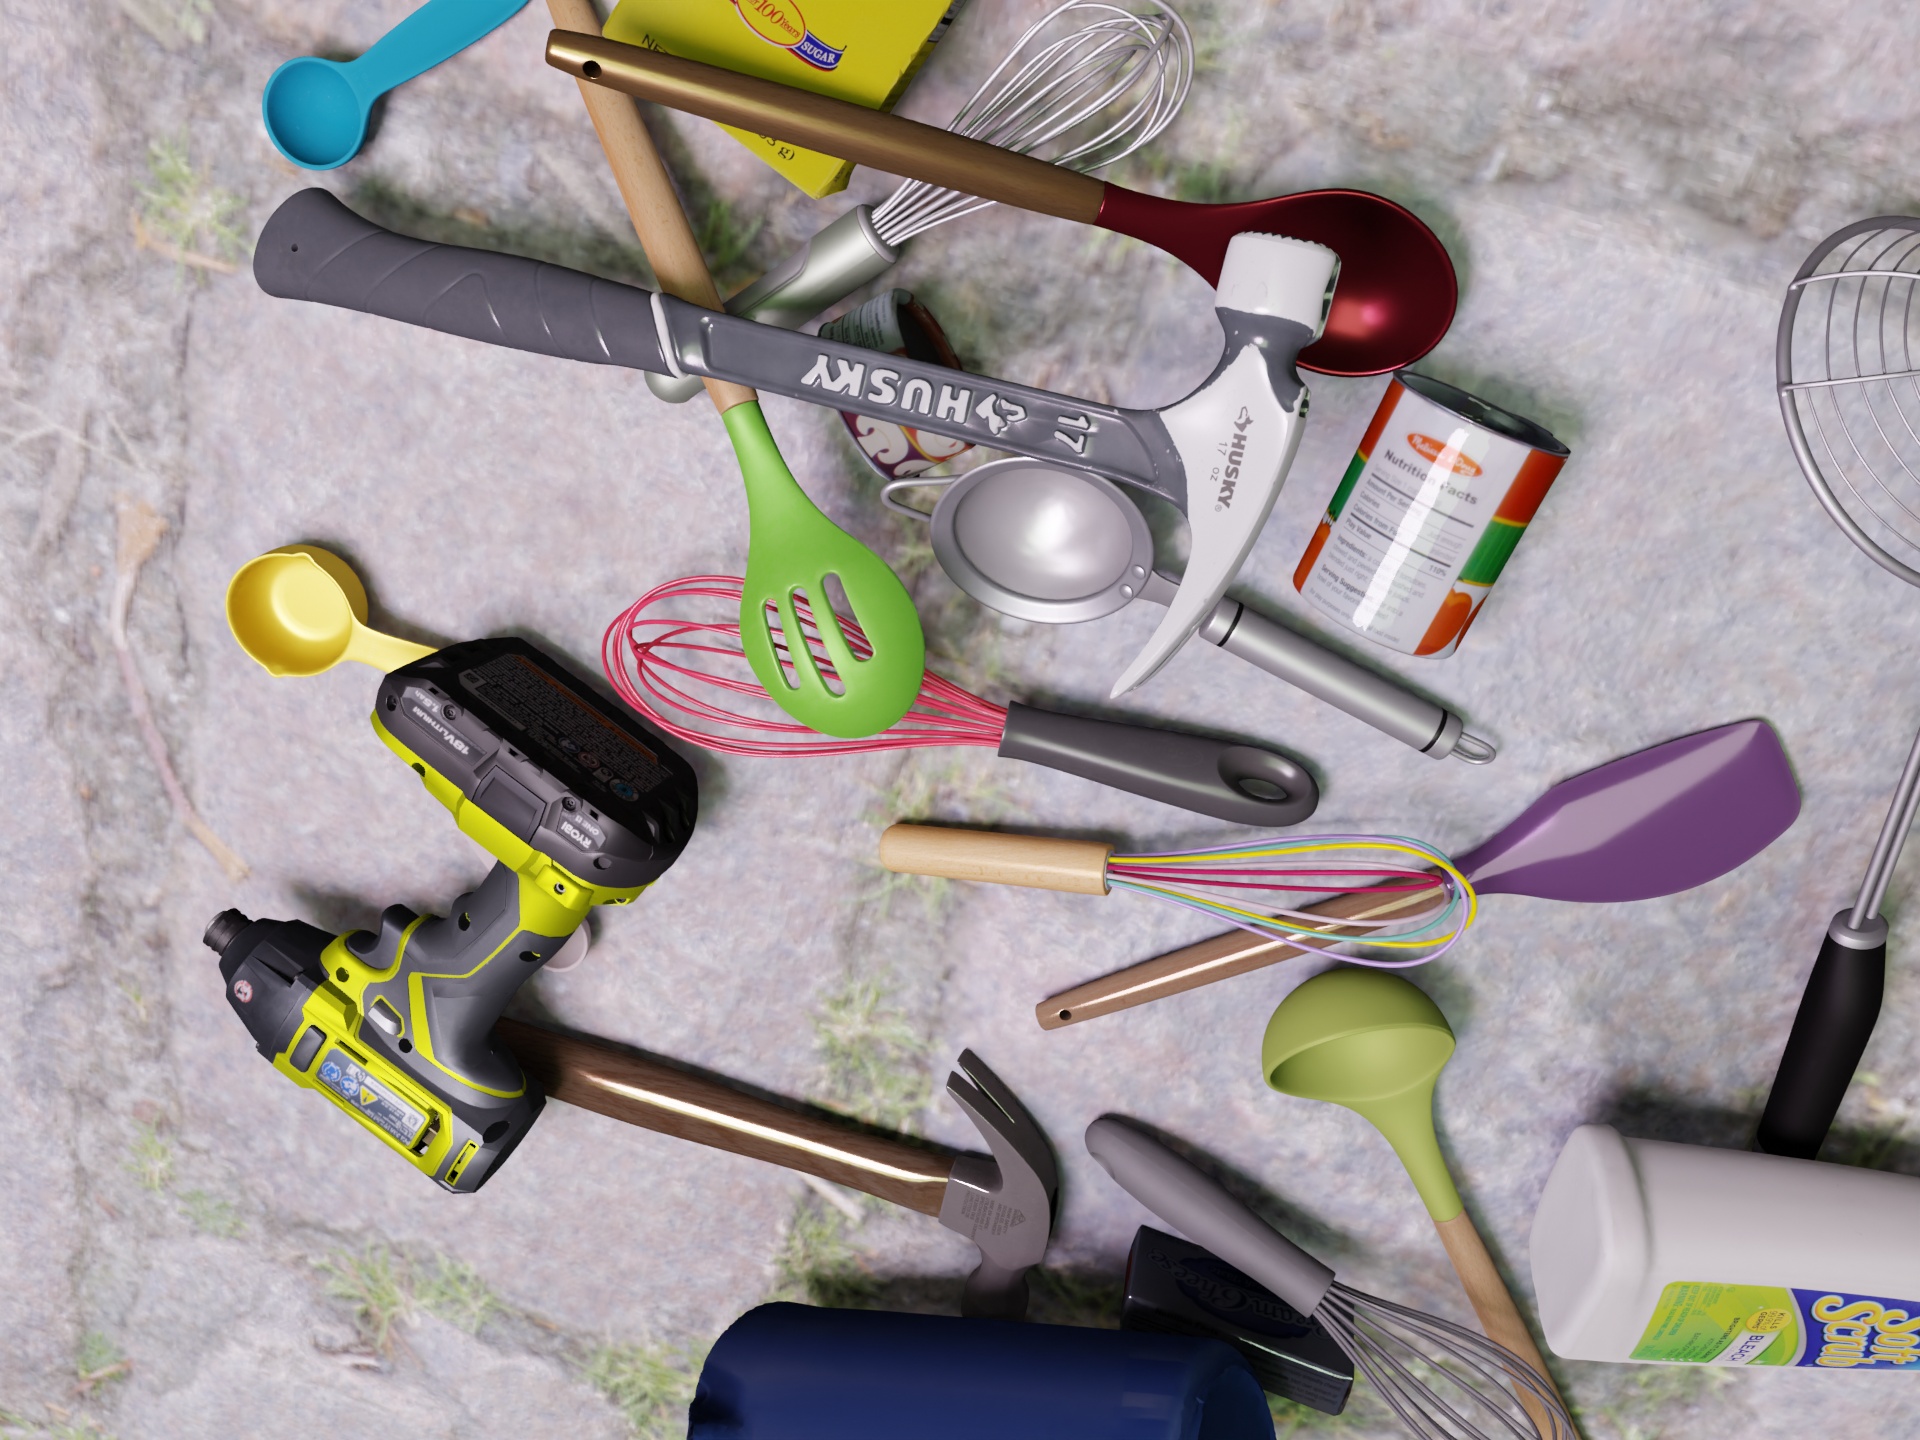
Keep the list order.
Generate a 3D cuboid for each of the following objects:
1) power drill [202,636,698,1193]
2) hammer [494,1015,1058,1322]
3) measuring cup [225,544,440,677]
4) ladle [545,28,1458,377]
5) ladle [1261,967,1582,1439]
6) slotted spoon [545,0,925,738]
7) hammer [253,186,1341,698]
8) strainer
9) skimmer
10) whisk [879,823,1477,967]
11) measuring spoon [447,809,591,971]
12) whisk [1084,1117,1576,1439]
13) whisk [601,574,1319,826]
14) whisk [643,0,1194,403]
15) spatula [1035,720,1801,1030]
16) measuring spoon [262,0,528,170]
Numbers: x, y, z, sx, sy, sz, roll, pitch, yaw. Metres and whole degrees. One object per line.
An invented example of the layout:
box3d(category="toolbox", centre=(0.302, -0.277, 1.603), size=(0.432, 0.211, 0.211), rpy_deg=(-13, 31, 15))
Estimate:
box3d(category="power drill", centre=(-0.228, 0.081, 0.694), size=(0.171, 0.080, 0.223), rpy_deg=(37, 112, 2))
box3d(category="hammer", centre=(-0.115, 0.185, 0.750), size=(0.331, 0.031, 0.130), rpy_deg=(16, 113, 8))
box3d(category="measuring cup", centre=(-0.245, -0.033, 0.709), size=(0.156, 0.029, 0.062), rpy_deg=(21, 112, -8))
box3d(category="ladle", centre=(0.021, -0.178, 0.532), size=(0.315, 0.031, 0.069), rpy_deg=(12, 134, -14))
box3d(category="ladle", centre=(0.218, 0.238, 0.679), size=(0.078, 0.062, 0.320), rpy_deg=(-22, 106, 22))
box3d(category="slotted spoon", centre=(-0.094, -0.139, 0.592), size=(0.070, 0.031, 0.314), rpy_deg=(-23, 89, 19))
box3d(category="hammer", centre=(-0.085, -0.126, 0.558), size=(0.409, 0.036, 0.149), rpy_deg=(17, 102, 19))
box3d(category="strainer", centre=(0.093, -0.043, 0.612), size=(0.258, 0.050, 0.086), rpy_deg=(27, 141, -4))
box3d(category="skimmer", centre=(0.318, 0.011, 0.575), size=(0.127, 0.090, 0.363), rpy_deg=(-15, 124, -20))
box3d(category="whisk", centre=(0.082, 0.059, 0.645), size=(0.245, 0.047, 0.051), rpy_deg=(4, 67, 20))
box3d(category="measuring spoon", centre=(-0.210, 0.061, 0.739), size=(0.034, 0.018, 0.124), rpy_deg=(-31, 94, 21))
box3d(category="whisk", centre=(0.152, 0.244, 0.678), size=(0.239, 0.055, 0.055), rpy_deg=(33, 115, 18))
box3d(category="whisk", centre=(-0.001, -0.002, 0.640), size=(0.296, 0.073, 0.073), rpy_deg=(13, 113, 2))
box3d(category="whisk", centre=(-0.024, -0.184, 0.585), size=(0.246, 0.058, 0.059), rpy_deg=(-27, 131, 25))
box3d(category="spatula", centre=(0.174, 0.077, 0.648), size=(0.316, 0.018, 0.059), rpy_deg=(-21, 101, 19))
box3d(category="measuring spoon", centre=(-0.214, -0.258, 0.621), size=(0.128, 0.021, 0.042), rpy_deg=(-27, 101, 12))
